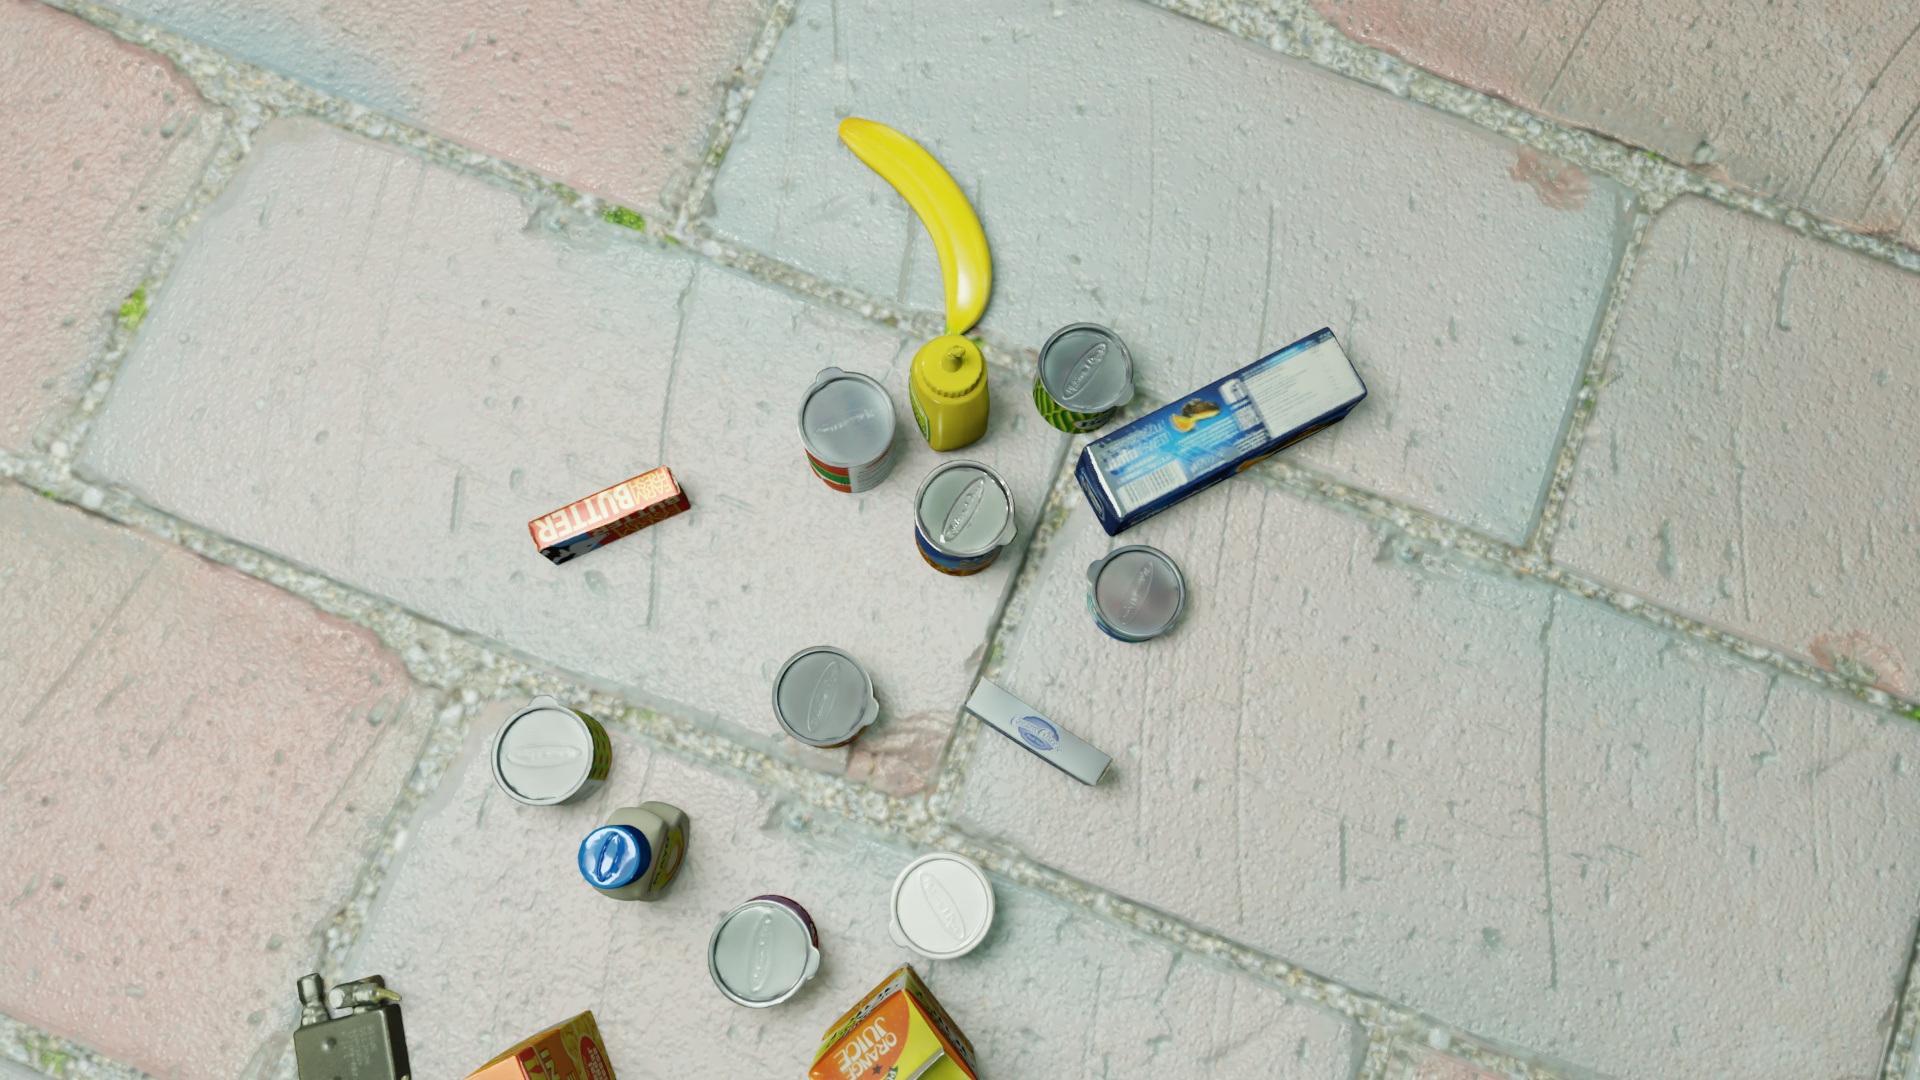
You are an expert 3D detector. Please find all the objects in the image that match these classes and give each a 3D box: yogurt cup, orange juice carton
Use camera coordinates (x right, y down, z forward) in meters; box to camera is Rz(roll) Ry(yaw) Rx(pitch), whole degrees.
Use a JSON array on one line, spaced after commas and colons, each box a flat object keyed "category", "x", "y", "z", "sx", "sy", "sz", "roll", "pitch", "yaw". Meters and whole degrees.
[{"category": "yogurt cup", "x": -0.012, "y": 0.239, "z": 0.914, "sx": 0.072, "sy": 0.054, "sz": 0.072, "roll": 0, "pitch": 79, "yaw": -2}, {"category": "orange juice carton", "x": -0.038, "y": 0.312, "z": 0.827, "sx": 0.072, "sy": 0.192, "sz": 0.073, "roll": -39, "pitch": 83, "yaw": -8}]

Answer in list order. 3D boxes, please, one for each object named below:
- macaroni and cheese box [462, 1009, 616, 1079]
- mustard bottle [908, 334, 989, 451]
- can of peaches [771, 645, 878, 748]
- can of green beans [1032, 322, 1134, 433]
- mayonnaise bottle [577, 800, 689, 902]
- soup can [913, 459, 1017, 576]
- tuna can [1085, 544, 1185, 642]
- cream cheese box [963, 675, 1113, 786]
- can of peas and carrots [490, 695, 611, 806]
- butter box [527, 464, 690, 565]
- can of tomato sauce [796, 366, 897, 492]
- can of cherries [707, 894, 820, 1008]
[{"category": "macaroni and cheese box", "x": -0.235, "y": 0.356, "z": 0.826, "sx": 0.040, "sy": 0.166, "sz": 0.124, "roll": -23, "pitch": 81, "yaw": -6}, {"category": "mustard bottle", "x": -0.008, "y": -0.105, "z": 0.929, "sx": 0.049, "sy": 0.160, "sz": 0.065, "roll": -19, "pitch": 80, "yaw": -5}, {"category": "can of peaches", "x": -0.089, "y": 0.108, "z": 0.935, "sx": 0.071, "sy": 0.058, "sz": 0.071, "roll": 0, "pitch": 79, "yaw": -2}, {"category": "can of green beans", "x": 0.086, "y": -0.114, "z": 0.986, "sx": 0.071, "sy": 0.057, "sz": 0.071, "roll": 0, "pitch": 79, "yaw": -2}, {"category": "mayonnaise bottle", "x": -0.204, "y": 0.196, "z": 0.868, "sx": 0.041, "sy": 0.148, "sz": 0.065, "roll": 15, "pitch": 79, "yaw": 1}, {"category": "soup can", "x": 0.003, "y": -0.012, "z": 0.949, "sx": 0.071, "sy": 0.083, "sz": 0.071, "roll": 0, "pitch": 79, "yaw": -2}, {"category": "tuna can", "x": 0.119, "y": 0.037, "z": 0.969, "sx": 0.071, "sy": 0.032, "sz": 0.071, "roll": 0, "pitch": 79, "yaw": -2}, {"category": "cream cheese box", "x": 0.051, "y": 0.130, "z": 0.938, "sx": 0.104, "sy": 0.053, "sz": 0.024, "roll": 32, "pitch": 80, "yaw": 4}, {"category": "can of peas and carrots", "x": -0.270, "y": 0.140, "z": 0.922, "sx": 0.071, "sy": 0.058, "sz": 0.071, "roll": 0, "pitch": 79, "yaw": -2}, {"category": "butter box", "x": -0.241, "y": -0.017, "z": 0.958, "sx": 0.103, "sy": 0.053, "sz": 0.024, "roll": -24, "pitch": 81, "yaw": -6}, {"category": "can of tomato sauce", "x": -0.078, "y": -0.074, "z": 0.959, "sx": 0.071, "sy": 0.083, "sz": 0.071, "roll": 0, "pitch": 79, "yaw": -2}, {"category": "can of cherries", "x": -0.124, "y": 0.266, "z": 0.902, "sx": 0.071, "sy": 0.058, "sz": 0.071, "roll": 0, "pitch": 79, "yaw": -2}]
